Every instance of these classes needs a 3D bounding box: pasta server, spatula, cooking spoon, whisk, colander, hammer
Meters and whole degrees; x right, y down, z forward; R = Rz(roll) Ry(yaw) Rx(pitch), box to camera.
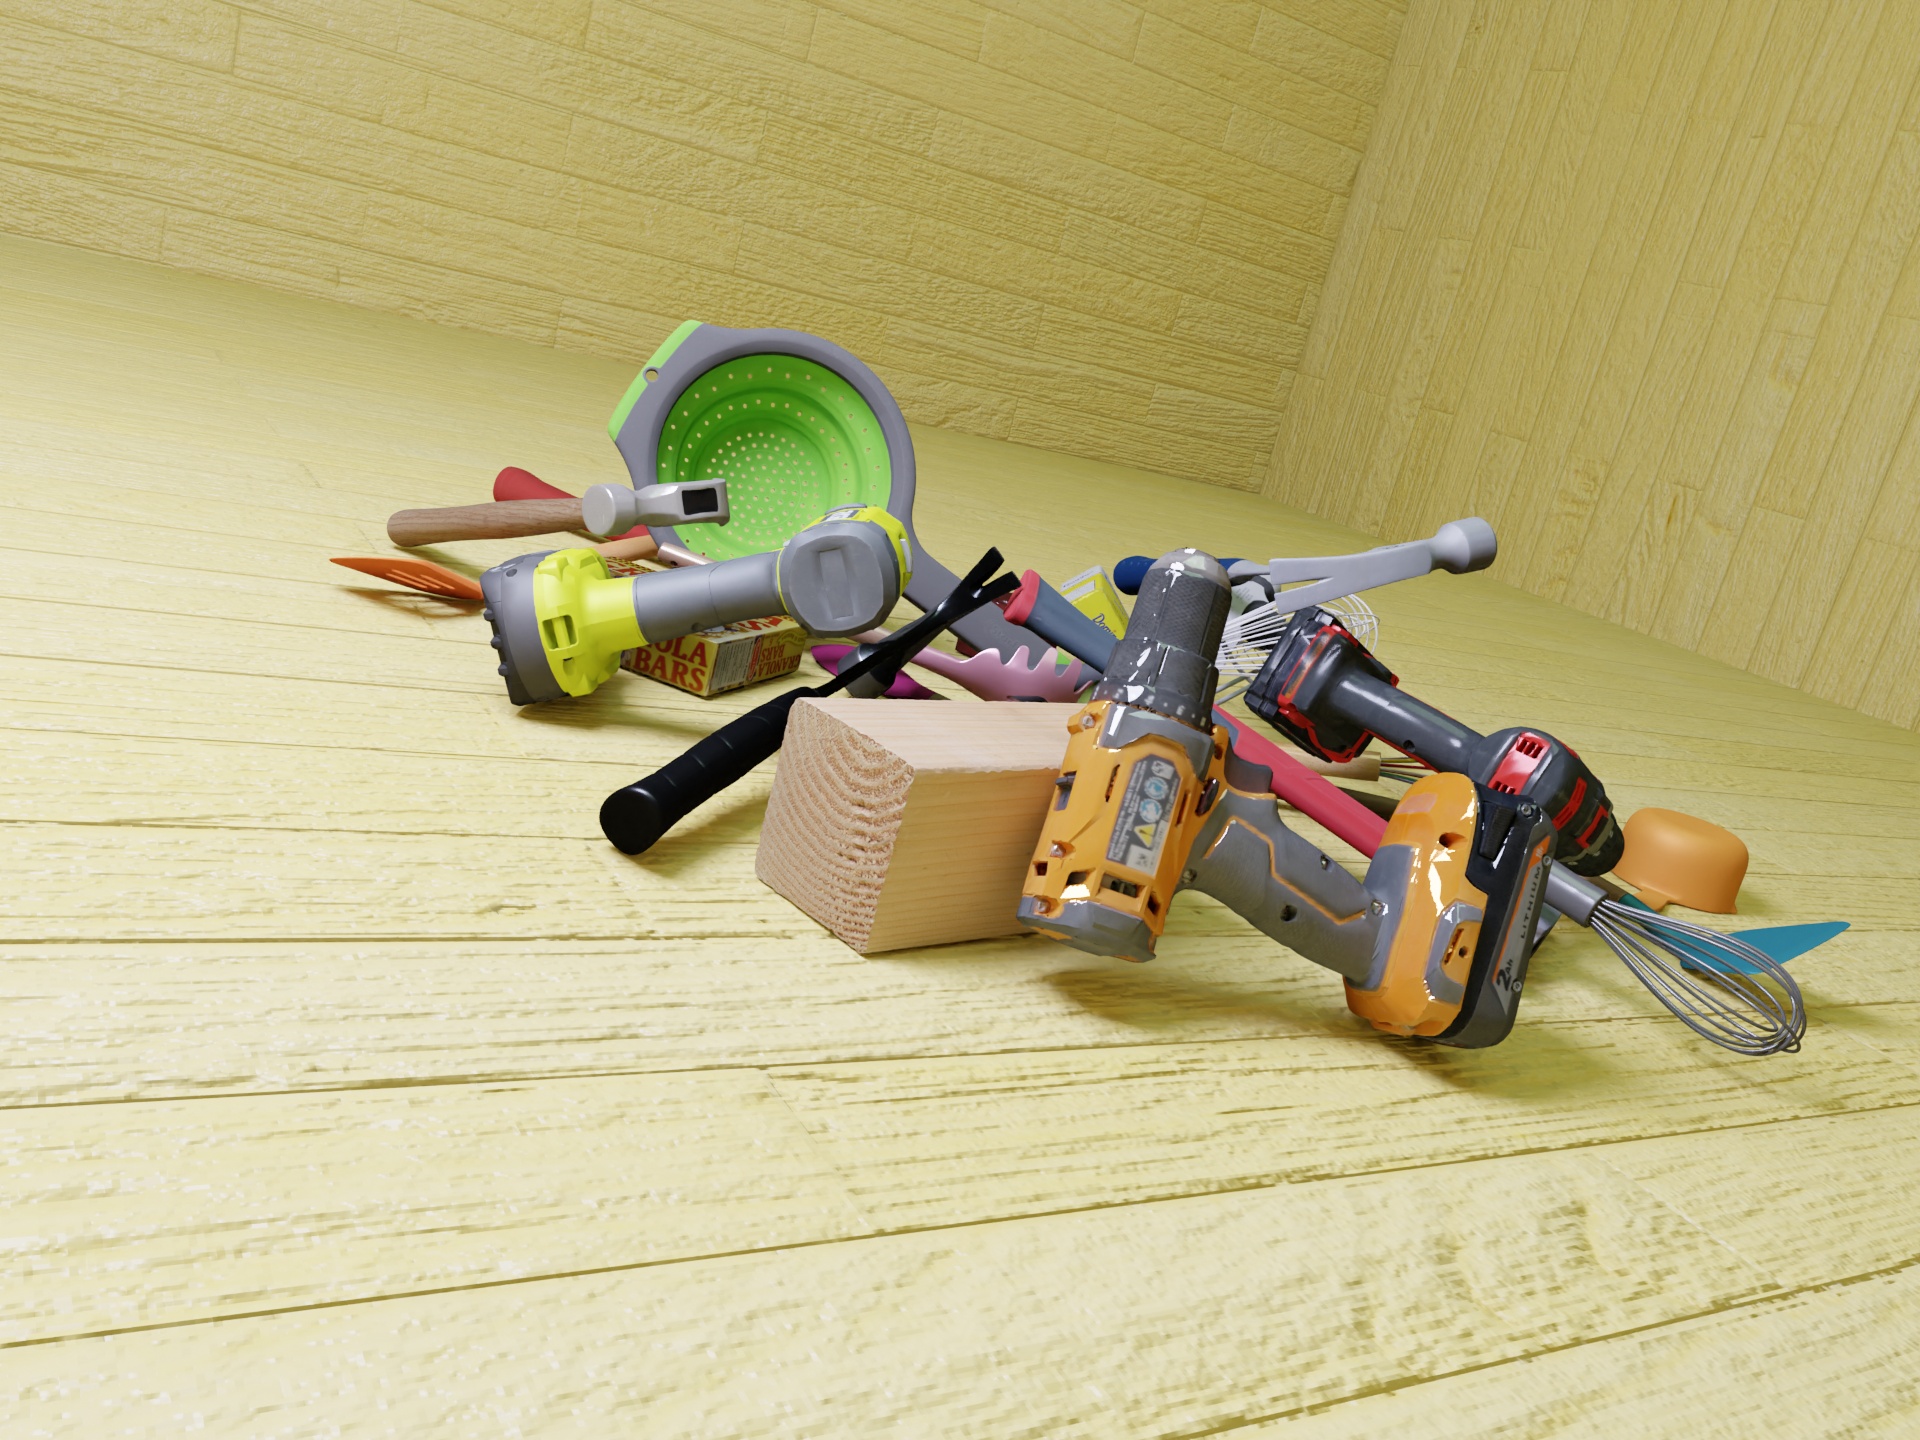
[{"bbox_3d":[-0.060,-0.064,1.114,0.316,0.060,0.040,22,46,-1],"label":"pasta server"},{"bbox_3d":[0.422,0.101,1.056,0.082,0.044,0.318,-20,26,-20],"label":"spatula"},{"bbox_3d":[-0.002,-0.003,1.074,0.068,0.017,0.319,2,19,-40],"label":"cooking spoon"},{"bbox_3d":[-0.290,-0.118,1.124,0.081,0.041,0.322,4,15,29],"label":"spatula"},{"bbox_3d":[0.325,0.040,1.148,0.245,0.051,0.047,6,-27,15],"label":"whisk"},{"bbox_3d":[-0.077,-0.131,1.195,0.397,0.204,0.094,36,-9,-11],"label":"colander"},{"bbox_3d":[0.340,-0.001,1.218,0.335,0.035,0.146,34,33,11],"label":"hammer"},{"bbox_3d":[0.205,-0.108,1.156,0.144,0.035,0.406,-14,8,-17],"label":"hammer"},{"bbox_3d":[-0.245,-0.144,1.320,0.359,0.036,0.149,21,16,20],"label":"hammer"},{"bbox_3d":[-0.079,-0.013,0.883,0.036,0.149,0.409,54,25,-2],"label":"hammer"},{"bbox_3d":[-0.278,-0.135,1.057,0.331,0.031,0.130,3,11,41],"label":"hammer"},{"bbox_3d":[0.159,-0.045,1.147,0.284,0.070,0.070,-10,13,6],"label":"whisk"},{"bbox_3d":[0.340,0.101,0.856,0.055,0.055,0.239,-2,30,-48],"label":"whisk"},{"bbox_3d":[0.186,0.020,0.975,0.387,0.038,0.143,37,22,24],"label":"hammer"}]

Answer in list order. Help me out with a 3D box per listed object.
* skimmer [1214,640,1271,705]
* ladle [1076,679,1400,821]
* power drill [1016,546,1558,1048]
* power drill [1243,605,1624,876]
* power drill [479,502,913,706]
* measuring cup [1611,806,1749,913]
[{"bbox_3d":[0.200,0.002,1.233,0.127,0.090,0.363,34,32,25],"label":"skimmer"},{"bbox_3d":[0.217,0.034,1.083,0.320,0.062,0.078,12,24,-22],"label":"ladle"},{"bbox_3d":[0.152,0.038,0.723,0.226,0.185,0.084,20,-11,-13],"label":"power drill"},{"bbox_3d":[0.314,0.024,1.020,0.227,0.080,0.187,33,2,40],"label":"power drill"},{"bbox_3d":[-0.139,-0.077,0.915,0.228,0.080,0.191,-10,12,4],"label":"power drill"},{"bbox_3d":[0.499,0.100,1.117,0.095,0.052,0.173,24,15,30],"label":"measuring cup"}]
